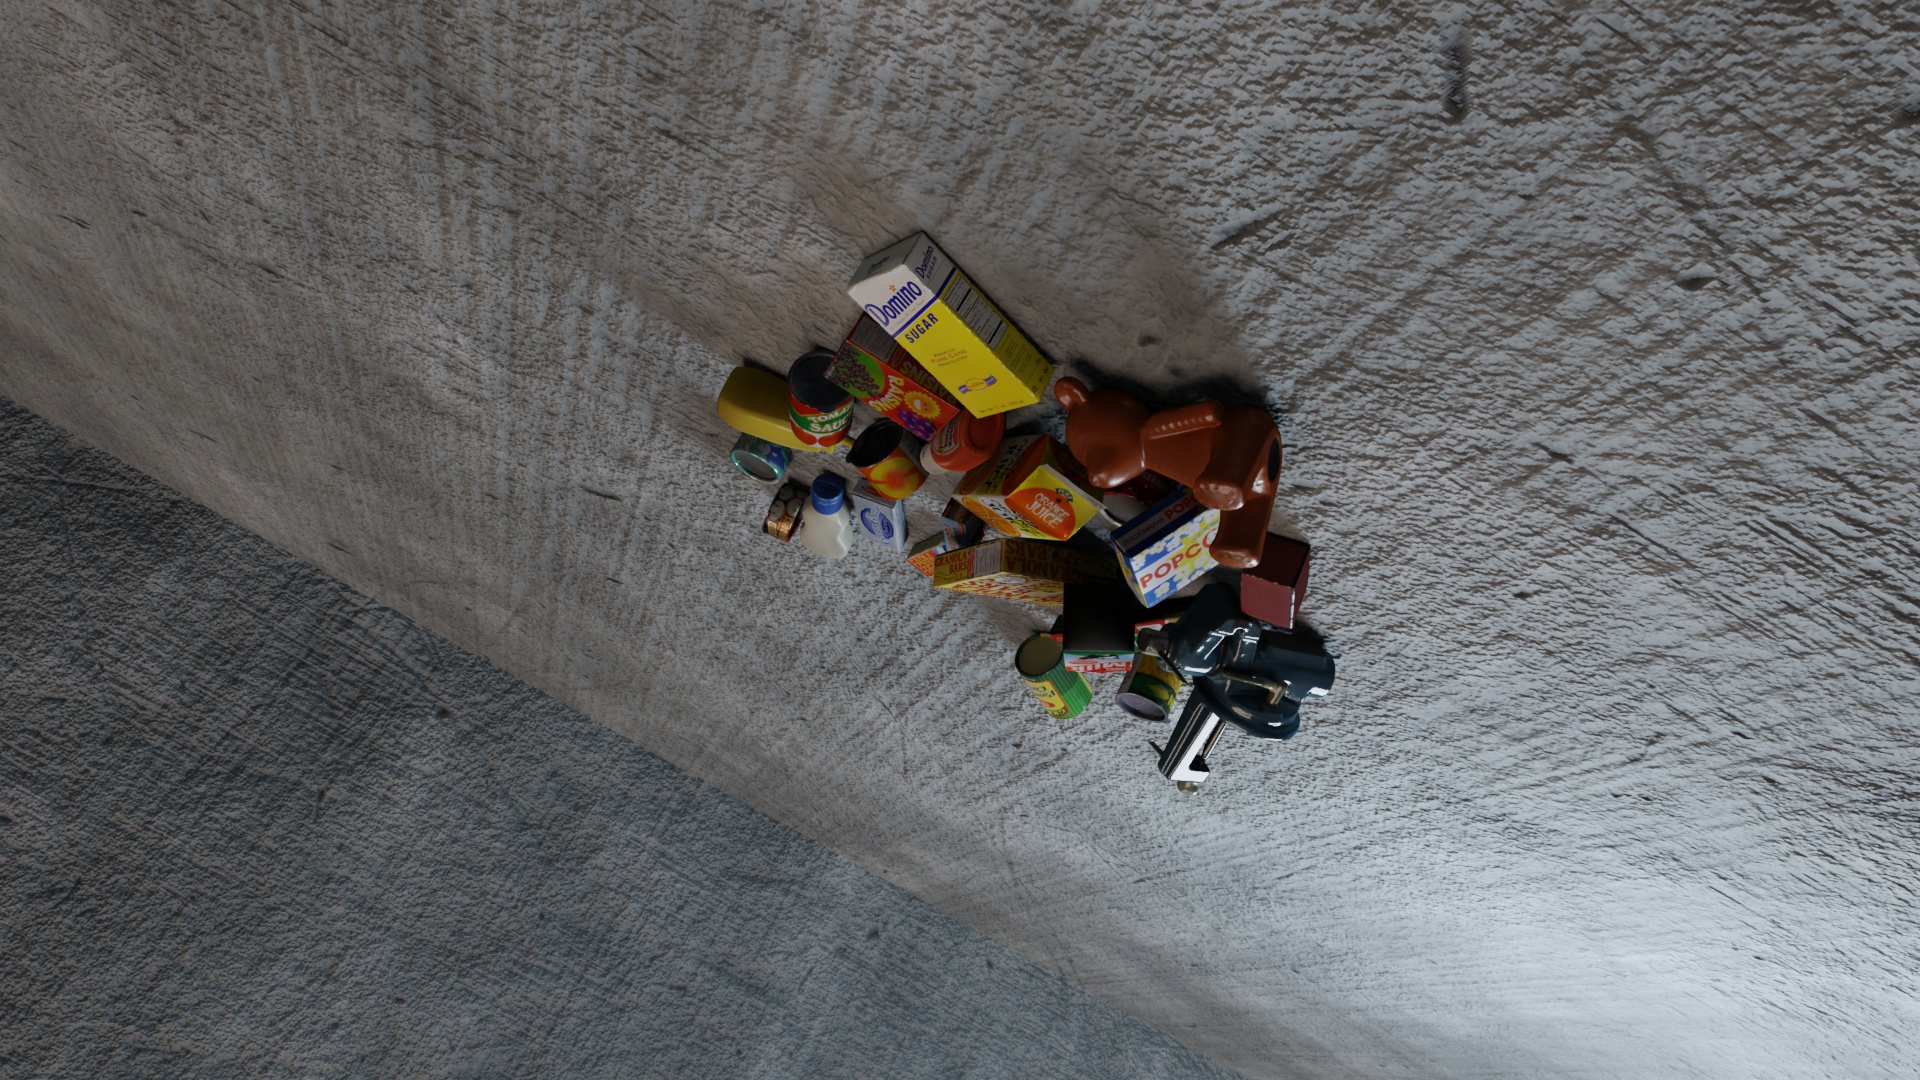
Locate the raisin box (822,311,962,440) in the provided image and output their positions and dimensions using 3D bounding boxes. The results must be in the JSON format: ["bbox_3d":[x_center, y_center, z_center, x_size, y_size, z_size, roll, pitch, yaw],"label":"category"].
[{"bbox_3d":[-0.060,-0.153,1.320,0.123,0.040,0.085,31,154,-10],"label":"raisin box"}]

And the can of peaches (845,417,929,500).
[{"bbox_3d":[-0.073,-0.082,1.432,0.071,0.071,0.058,2,145,42],"label":"can of peaches"}]

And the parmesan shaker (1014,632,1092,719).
[{"bbox_3d":[0.114,0.167,1.725,0.071,0.071,0.102,8,148,35],"label":"parmesan shaker"}]

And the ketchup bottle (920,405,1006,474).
[{"bbox_3d":[-0.001,-0.095,1.351,0.043,0.065,0.148,19,166,-15],"label":"ketchup bottle"}]

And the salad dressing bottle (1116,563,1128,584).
[{"bbox_3d":[0.196,0.009,1.370,0.064,0.044,0.147,28,155,-3],"label":"salad dressing bottle"}]

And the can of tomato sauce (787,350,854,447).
[{"bbox_3d":[-0.138,-0.139,1.389,0.071,0.071,0.082,25,155,5],"label":"can of tomato sauce"}]

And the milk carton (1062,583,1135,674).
[{"bbox_3d":[0.146,0.096,1.467,0.073,0.072,0.190,0,168,5],"label":"milk carton"}]

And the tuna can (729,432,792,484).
[{"bbox_3d":[-0.231,-0.098,1.599,0.071,0.033,0.070,22,155,11],"label":"tuna can"}]

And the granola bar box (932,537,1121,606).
[{"bbox_3d":[0.073,0.035,1.464,0.166,0.039,0.124,10,165,-34],"label":"granola bar box"}]

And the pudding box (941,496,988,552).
[{"bbox_3d":[0.005,-0.019,1.497,0.030,0.050,0.083,21,154,16],"label":"pudding box"}]

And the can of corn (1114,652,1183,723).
[{"bbox_3d":[0.225,0.174,1.636,0.071,0.058,0.071,22,154,12],"label":"can of corn"}]

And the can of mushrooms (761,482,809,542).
[{"bbox_3d":[-0.209,-0.031,1.659,0.033,0.071,0.070,25,154,1],"label":"can of mushrooms"}]

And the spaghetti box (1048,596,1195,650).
[{"bbox_3d":[0.195,0.098,1.556,0.050,0.029,0.249,39,152,-24],"label":"spaghetti box"}]

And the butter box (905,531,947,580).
[{"bbox_3d":[-0.018,0.019,1.620,0.053,0.024,0.103,36,153,-17],"label":"butter box"}]

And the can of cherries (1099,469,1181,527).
[{"bbox_3d":[0.165,-0.048,1.275,0.071,0.058,0.071,22,155,11],"label":"can of cherries"}]

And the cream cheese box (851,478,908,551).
[{"bbox_3d":[-0.092,-0.028,1.604,0.053,0.024,0.103,21,154,14],"label":"cream cheese box"}]

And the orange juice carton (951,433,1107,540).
[{"bbox_3d":[0.068,-0.050,1.293,0.072,0.073,0.192,36,170,-18],"label":"orange juice carton"}]

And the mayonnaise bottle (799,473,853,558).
[{"bbox_3d":[-0.158,-0.029,1.649,0.065,0.041,0.147,20,153,4],"label":"mayonnaise bottle"}]

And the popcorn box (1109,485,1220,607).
[{"bbox_3d":[0.202,-0.005,1.246,0.038,0.127,0.085,54,175,40],"label":"popcorn box"}]

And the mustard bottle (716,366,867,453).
[{"bbox_3d":[-0.173,-0.127,1.455,0.160,0.065,0.048,23,150,0],"label":"mustard bottle"}]
